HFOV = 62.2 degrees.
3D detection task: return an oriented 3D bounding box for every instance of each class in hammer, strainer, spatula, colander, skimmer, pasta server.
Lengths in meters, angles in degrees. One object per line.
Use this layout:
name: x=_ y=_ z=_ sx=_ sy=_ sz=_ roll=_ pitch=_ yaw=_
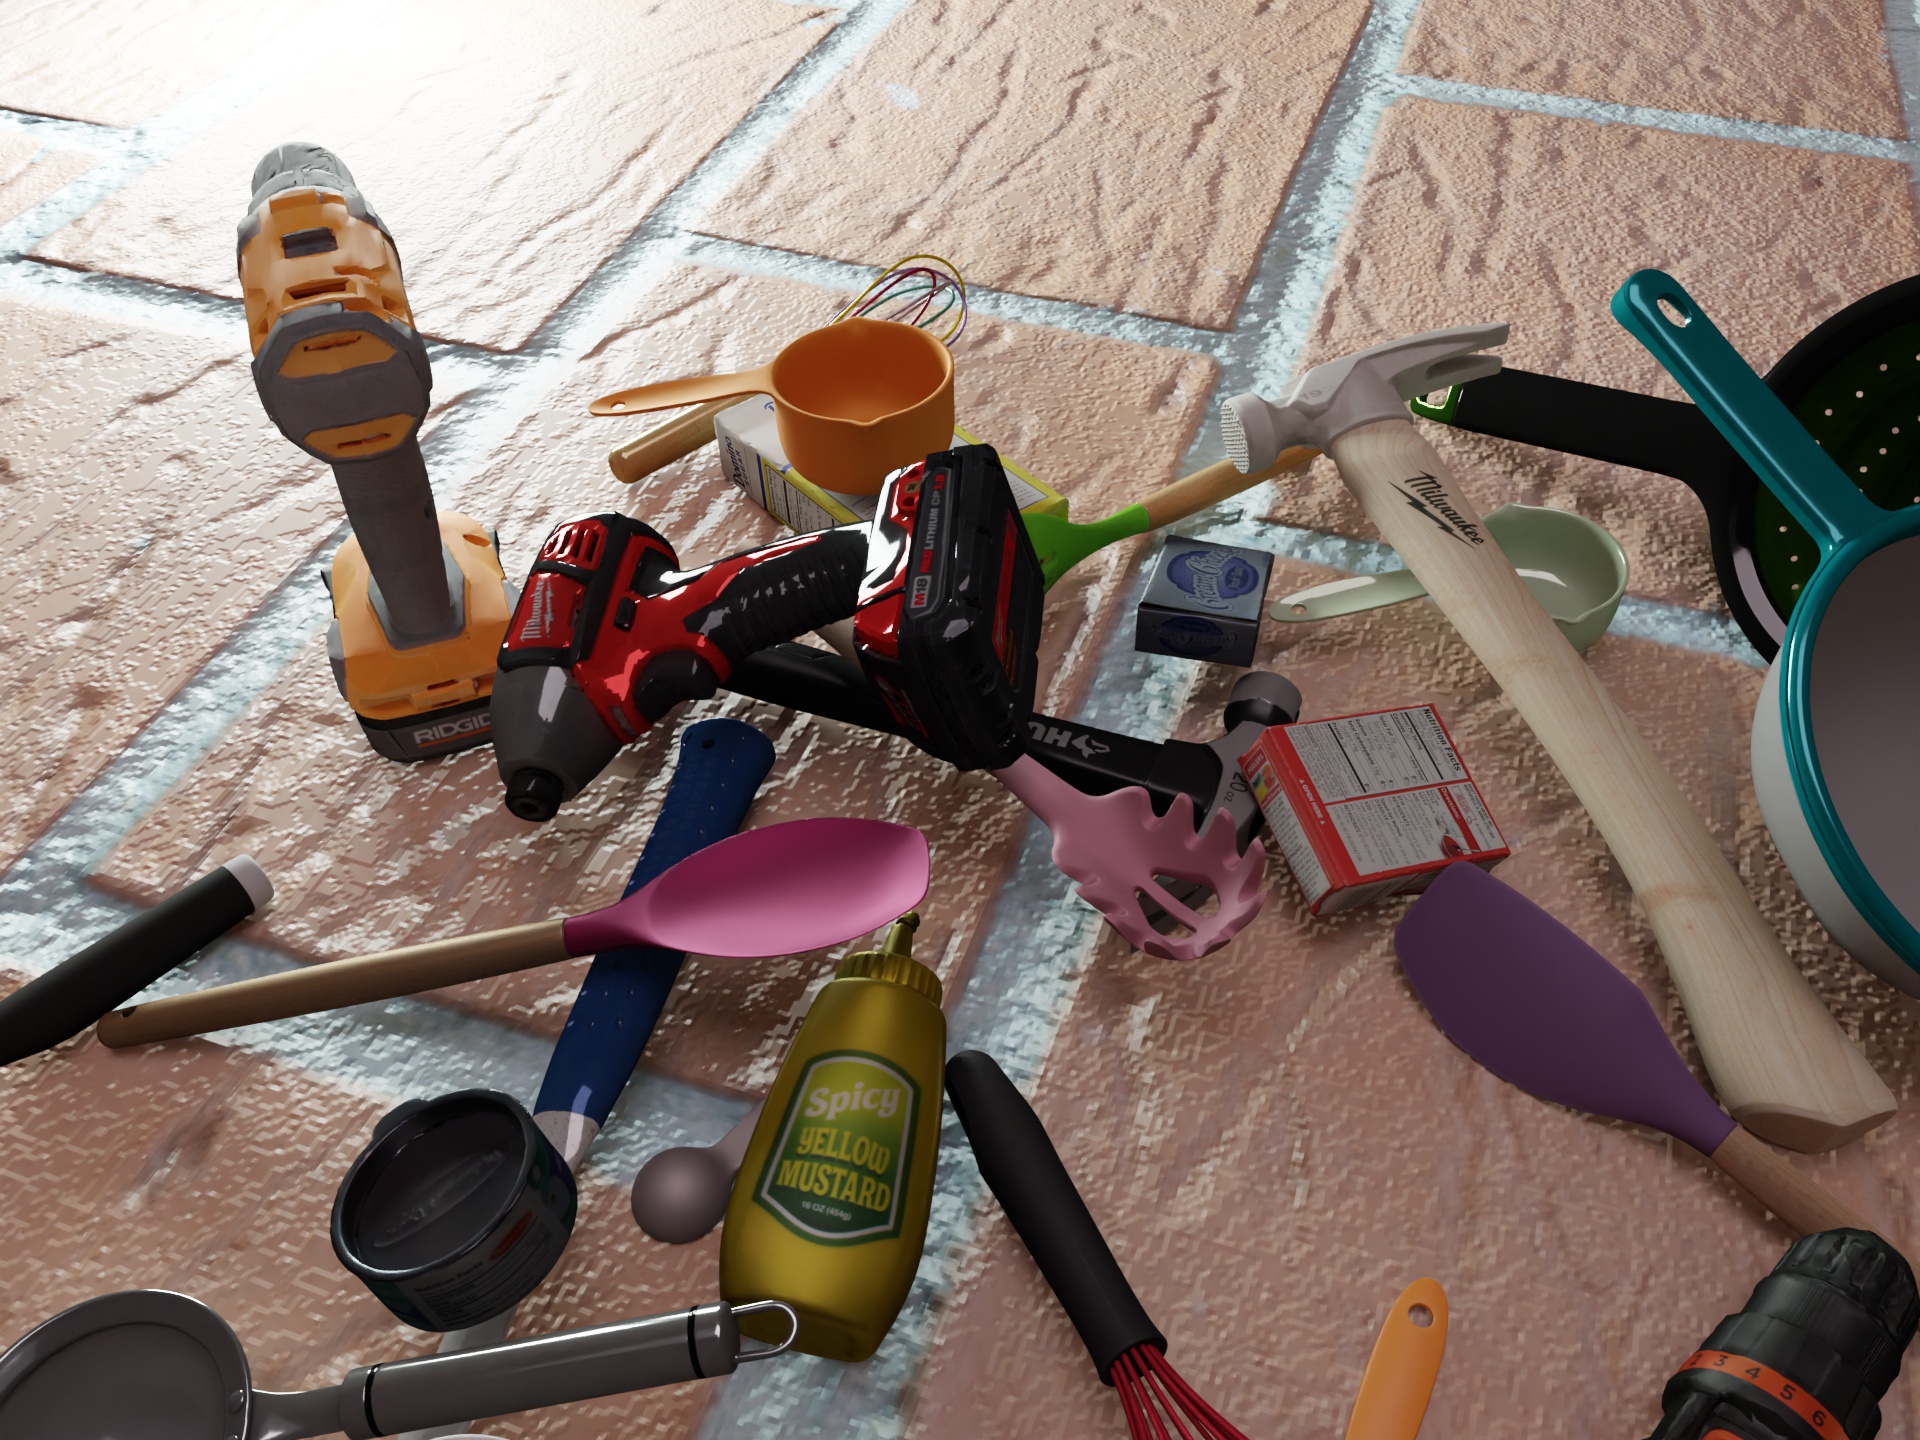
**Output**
hammer: x=0.257 y=-0.017 z=0.669 sx=0.146 sy=0.038 sz=0.411 roll=-19 pitch=55 yaw=-5
strainer: x=-0.169 y=0.191 z=0.437 sx=0.258 sy=0.050 sz=0.087 roll=-11 pitch=51 yaw=3
strainer: x=0.349 y=-0.022 z=0.619 sx=0.211 sy=0.095 sz=0.340 roll=-29 pitch=76 yaw=-19
hammer: x=-0.131 y=0.146 z=0.535 sx=0.144 sy=0.035 sz=0.406 roll=-5 pitch=40 yaw=19
spatula: x=0.278 y=0.162 z=0.536 sx=0.316 sy=0.018 sz=0.060 roll=41 pitch=97 yaw=30
colander: x=0.404 y=-0.119 z=0.767 sx=0.094 sy=0.204 sz=0.397 roll=6 pitch=15 yaw=-44
skimmer: x=-0.414 y=0.128 z=0.531 sx=0.363 sy=0.090 sz=0.127 roll=-37 pitch=21 yaw=-34
hammer: x=-0.030 y=-0.003 z=0.697 sx=0.335 sy=0.035 sz=0.146 roll=16 pitch=47 yaw=16
pasta server: x=-0.001 y=-0.002 z=0.645 sx=0.060 sy=0.040 sz=0.316 roll=-40 pitch=54 yaw=-16

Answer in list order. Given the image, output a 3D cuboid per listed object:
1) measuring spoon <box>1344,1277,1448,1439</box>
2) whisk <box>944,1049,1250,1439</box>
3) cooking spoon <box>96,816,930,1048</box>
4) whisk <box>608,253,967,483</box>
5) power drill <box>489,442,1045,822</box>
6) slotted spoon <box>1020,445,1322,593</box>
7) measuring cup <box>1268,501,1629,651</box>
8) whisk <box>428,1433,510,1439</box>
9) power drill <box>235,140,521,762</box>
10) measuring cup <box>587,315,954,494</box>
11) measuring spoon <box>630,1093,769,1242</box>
measuring spoon: x=0.129 y=0.221 z=0.490 sx=0.021 sy=0.011 sz=0.117 roll=21 pitch=49 yaw=19
whisk: x=0.061 y=0.206 z=0.471 sx=0.073 sy=0.073 sz=0.296 roll=-18 pitch=41 yaw=-17
cooking spoon: x=-0.165 y=0.084 z=0.577 sx=0.319 sy=0.017 sz=0.069 roll=-12 pitch=37 yaw=7
whisk: x=-0.092 y=-0.197 z=0.886 sx=0.245 sy=0.047 sz=0.051 roll=-35 pitch=56 yaw=-25
power drill: x=-0.084 y=-0.030 z=0.633 sx=0.220 sy=0.078 sz=0.143 roll=-7 pitch=49 yaw=18
slotted spoon: x=0.108 y=-0.110 z=0.790 sx=0.314 sy=0.070 sz=0.031 roll=-26 pitch=61 yaw=-32
measuring cup: x=0.227 y=-0.055 z=0.748 sx=0.167 sy=0.038 sz=0.083 roll=-10 pitch=48 yaw=0
whisk: x=-0.038 y=0.238 z=0.393 sx=0.246 sy=0.058 sz=0.059 roll=26 pitch=71 yaw=-12
power drill: x=-0.249 y=-0.117 z=0.676 sx=0.084 sy=0.226 sz=0.186 roll=-16 pitch=47 yaw=-15
measuring cup: x=-0.087 y=-0.142 z=0.763 sx=0.173 sy=0.052 sz=0.095 roll=-8 pitch=45 yaw=-1
measuring spoon: x=-0.065 y=0.137 z=0.568 sx=0.124 sy=0.018 sz=0.034 roll=-36 pitch=55 yaw=-28
